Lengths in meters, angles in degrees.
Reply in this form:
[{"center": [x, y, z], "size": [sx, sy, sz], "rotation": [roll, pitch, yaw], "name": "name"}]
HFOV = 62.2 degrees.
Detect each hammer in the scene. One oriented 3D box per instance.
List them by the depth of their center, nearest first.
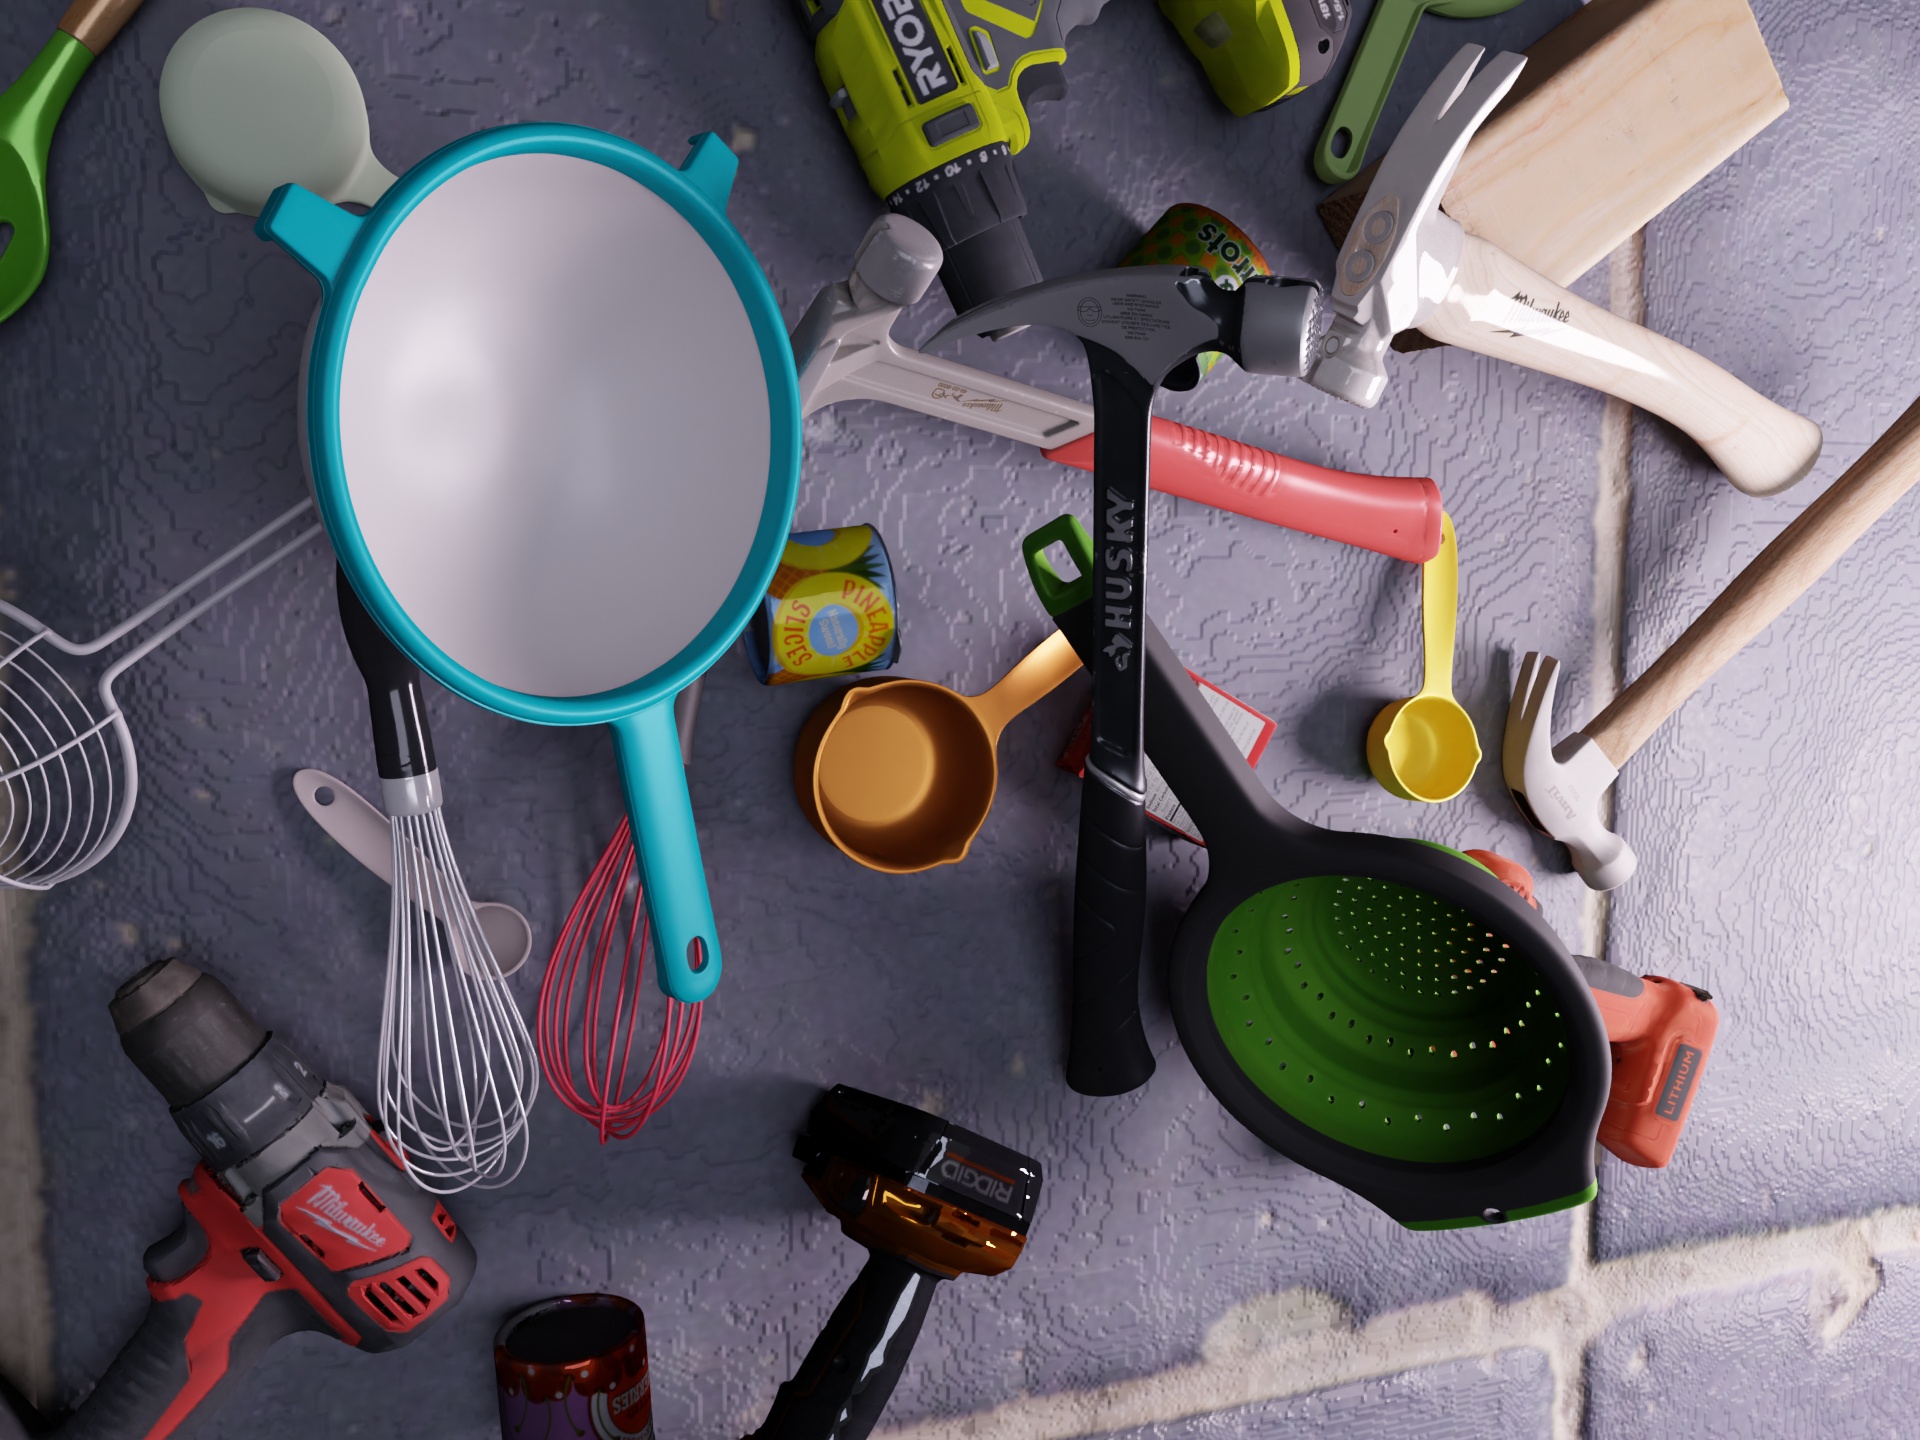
[{"center": [0.062, 0.007, 0.688], "size": [0.149, 0.036, 0.408], "rotation": [9, 123, 17], "name": "hammer"}, {"center": [0.083, -0.119, 0.744], "size": [0.358, 0.149, 0.037], "rotation": [10, 48, -30], "name": "hammer"}, {"center": [0.325, -0.184, 0.771], "size": [0.410, 0.038, 0.146], "rotation": [7, 115, -40], "name": "hammer"}, {"center": [0.431, -0.063, 0.879], "size": [0.331, 0.031, 0.130], "rotation": [-44, 107, -2], "name": "hammer"}]

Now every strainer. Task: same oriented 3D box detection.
[{"center": [-0.157, -0.049, 0.618], "size": [0.211, 0.095, 0.340], "rotation": [-29, 120, -45], "name": "strainer"}, {"center": [0.242, -0.384, 0.777], "size": [0.151, 0.069, 0.256], "rotation": [25, 85, -21], "name": "strainer"}]

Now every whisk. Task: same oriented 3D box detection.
[{"center": [-0.215, 0.059, 0.639], "size": [0.070, 0.070, 0.284], "rotation": [-9, 104, -19], "name": "whisk"}, {"center": [-0.132, 0.037, 0.693], "size": [0.073, 0.073, 0.296], "rotation": [10, 87, -21], "name": "whisk"}]

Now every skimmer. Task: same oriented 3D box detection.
[{"center": [-0.281, -0.071, 0.640], "size": [0.363, 0.090, 0.127], "rotation": [-42, 112, -22], "name": "skimmer"}]

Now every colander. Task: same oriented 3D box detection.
[{"center": [0.164, 0.059, 0.753], "size": [0.397, 0.204, 0.094], "rotation": [55, 41, -10], "name": "colander"}]

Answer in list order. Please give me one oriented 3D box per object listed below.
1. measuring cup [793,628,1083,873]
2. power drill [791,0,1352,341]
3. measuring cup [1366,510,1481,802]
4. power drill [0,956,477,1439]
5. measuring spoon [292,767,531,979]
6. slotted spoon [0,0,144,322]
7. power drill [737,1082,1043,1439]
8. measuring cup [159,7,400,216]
[{"center": [-0.001, -0.002, 0.739], "size": [0.173, 0.052, 0.095], "rotation": [-38, 108, -16], "name": "measuring cup"}, {"center": [0.054, -0.296, 0.713], "size": [0.228, 0.080, 0.190], "rotation": [-28, 102, -13], "name": "power drill"}, {"center": [0.245, -0.034, 0.845], "size": [0.062, 0.029, 0.156], "rotation": [8, 81, -21], "name": "measuring cup"}, {"center": [-0.334, 0.223, 0.629], "size": [0.227, 0.080, 0.187], "rotation": [-38, 107, -16], "name": "power drill"}, {"center": [-0.235, 0.063, 0.682], "size": [0.124, 0.018, 0.034], "rotation": [45, 85, -12], "name": "measuring spoon"}, {"center": [-0.319, -0.277, 0.606], "size": [0.070, 0.031, 0.314], "rotation": [34, 82, -20], "name": "slotted spoon"}, {"center": [-0.060, 0.283, 0.705], "size": [0.084, 0.164, 0.226], "rotation": [29, 73, -20], "name": "power drill"}, {"center": [-0.234, -0.217, 0.635], "size": [0.167, 0.038, 0.083], "rotation": [30, 85, -18], "name": "measuring cup"}]
